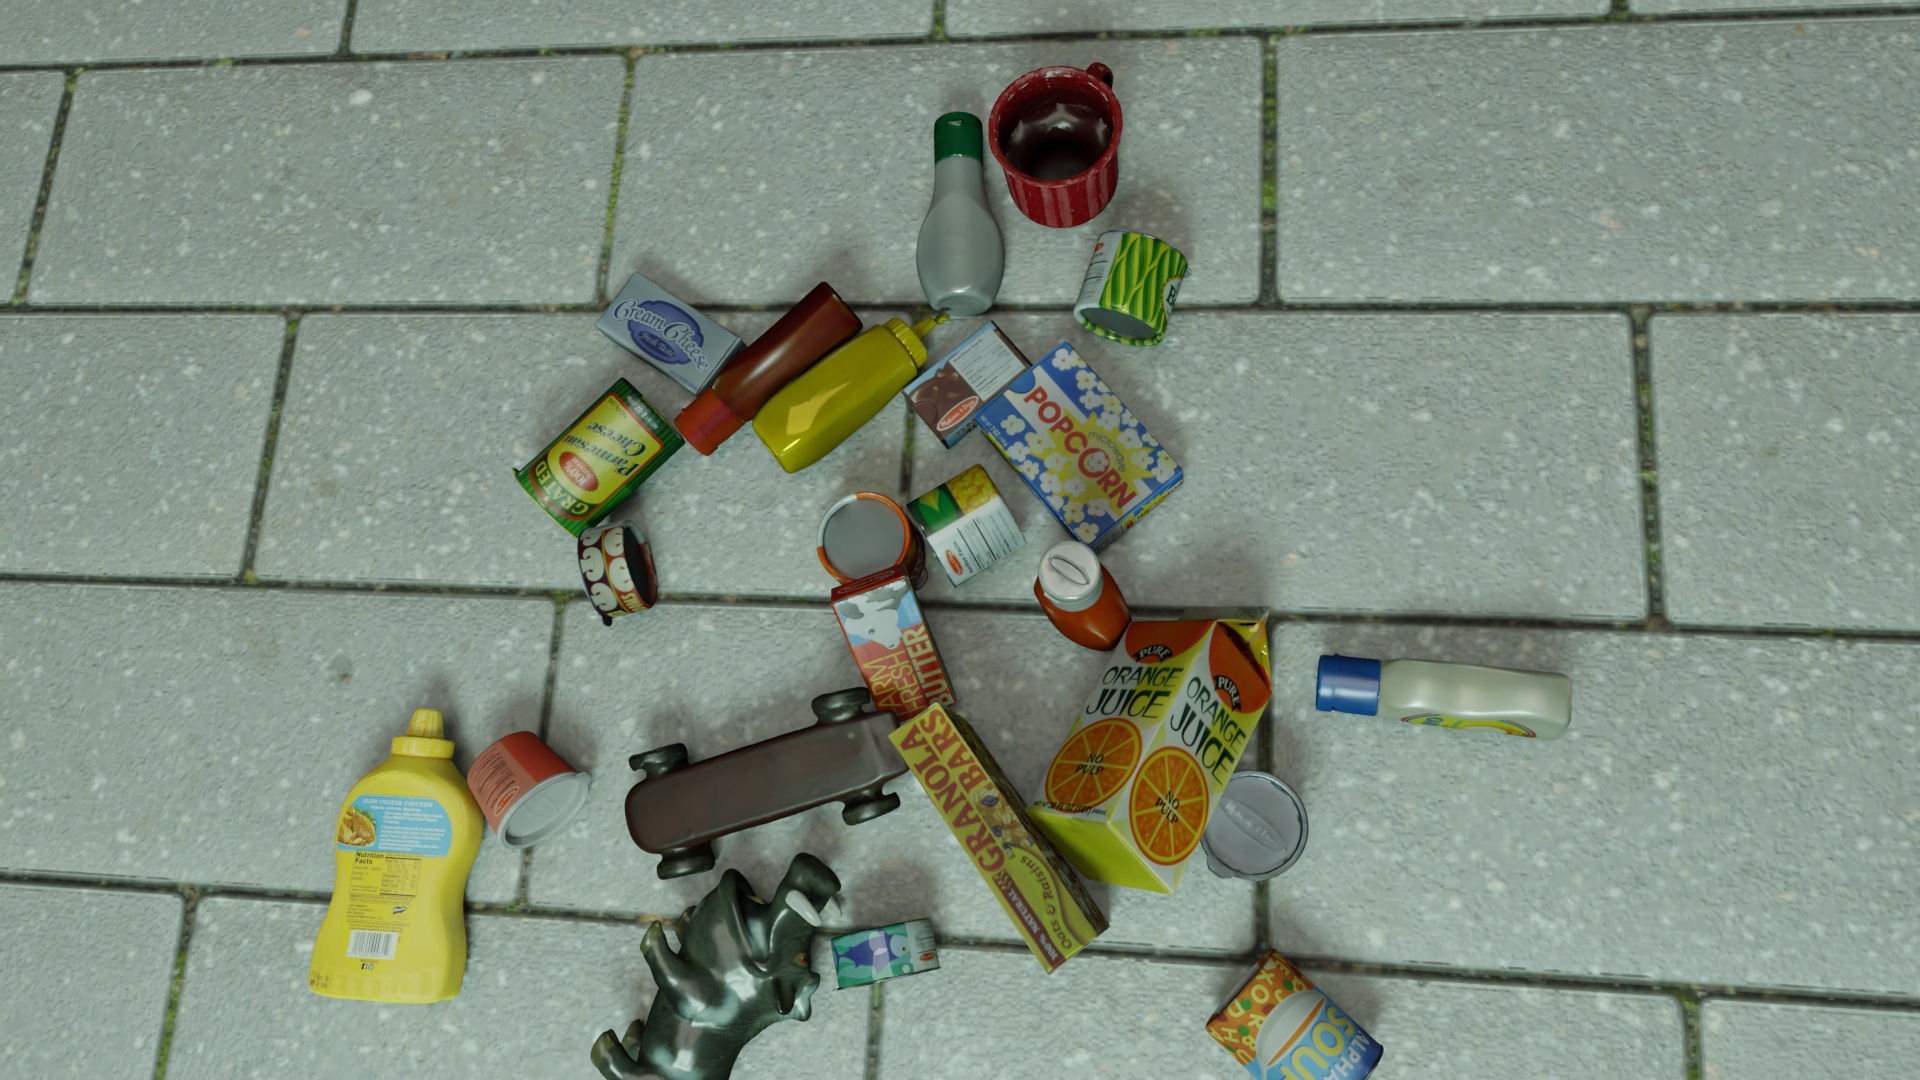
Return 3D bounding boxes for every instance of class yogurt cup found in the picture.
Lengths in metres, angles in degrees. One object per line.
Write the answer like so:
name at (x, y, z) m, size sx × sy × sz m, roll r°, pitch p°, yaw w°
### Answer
yogurt cup at (-0.296, 0.167, 0.940) m, size 0.072 × 0.072 × 0.054 m, roll -46°, pitch 66°, yaw -4°

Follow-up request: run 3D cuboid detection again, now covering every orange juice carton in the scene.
orange juice carton at (0.127, 0.114, 0.859) m, size 0.071 × 0.073 × 0.193 m, roll -6°, pitch 43°, yaw 50°

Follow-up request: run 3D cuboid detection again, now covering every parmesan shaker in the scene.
parmesan shaker at (-0.258, -0.061, 0.989) m, size 0.103 × 0.071 × 0.071 m, roll -44°, pitch 74°, yaw -4°

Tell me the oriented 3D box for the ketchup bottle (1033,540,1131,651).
ketchup bottle at (0.074, 0.034, 0.876) m, size 0.065 × 0.148 × 0.043 m, roll 35°, pitch 85°, yaw 15°

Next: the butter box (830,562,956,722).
butter box at (-0.044, 0.071, 0.919) m, size 0.053 × 0.024 × 0.103 m, roll -19°, pitch 113°, yaw 2°

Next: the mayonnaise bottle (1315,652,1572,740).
mayonnaise bottle at (0.301, 0.097, 0.874) m, size 0.148 × 0.064 × 0.041 m, roll 5°, pitch 74°, yaw 13°

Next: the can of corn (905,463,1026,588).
can of corn at (0.003, -0.012, 0.942) m, size 0.058 × 0.071 × 0.071 m, roll -30°, pitch 74°, yaw -1°

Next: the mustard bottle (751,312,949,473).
mustard bottle at (-0.072, -0.113, 0.981) m, size 0.160 × 0.065 × 0.049 m, roll -39°, pitch 79°, yaw -9°

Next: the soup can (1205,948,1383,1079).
soup can at (0.199, 0.298, 0.831) m, size 0.084 × 0.071 × 0.071 m, roll 41°, pitch 85°, yaw 15°

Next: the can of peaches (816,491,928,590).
can of peaches at (-0.059, 0.006, 0.949) m, size 0.071 × 0.058 × 0.071 m, roll -2°, pitch 75°, yaw 8°

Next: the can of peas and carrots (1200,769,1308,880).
can of peas and carrots at (0.180, 0.181, 0.870) m, size 0.071 × 0.058 × 0.071 m, roll -2°, pitch 76°, yaw 8°

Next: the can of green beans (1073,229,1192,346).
can of green beans at (0.118, -0.174, 0.966) m, size 0.071 × 0.071 × 0.058 m, roll 17°, pitch 80°, yaw 12°

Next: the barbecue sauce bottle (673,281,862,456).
barbecue sauce bottle at (-0.138, -0.122, 0.994) m, size 0.148 × 0.065 × 0.043 m, roll -41°, pitch 107°, yaw 3°

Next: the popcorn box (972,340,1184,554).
popcorn box at (0.081, -0.062, 0.957) m, size 0.085 × 0.038 × 0.127 m, roll -39°, pitch 74°, yaw -2°

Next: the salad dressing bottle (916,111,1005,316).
salad dressing bottle at (0.000, -0.239, 1.012) m, size 0.064 × 0.044 × 0.148 m, roll -3°, pitch 74°, yaw 8°

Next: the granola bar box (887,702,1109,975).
granola bar box at (0.027, 0.182, 0.857) m, size 0.039 × 0.124 × 0.166 m, roll -36°, pitch 74°, yaw 0°

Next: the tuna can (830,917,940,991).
tuna can at (-0.050, 0.262, 0.879) m, size 0.071 × 0.071 × 0.033 m, roll -14°, pitch 74°, yaw 5°

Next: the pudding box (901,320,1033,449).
pudding box at (0.006, -0.111, 0.984) m, size 0.084 × 0.030 × 0.050 m, roll -39°, pitch 75°, yaw -3°

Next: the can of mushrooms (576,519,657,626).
can of mushrooms at (-0.238, 0.022, 0.967) m, size 0.033 × 0.071 × 0.071 m, roll -15°, pitch 75°, yaw 3°

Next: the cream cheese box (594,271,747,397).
cream cheese box at (-0.215, -0.151, 1.029) m, size 0.104 × 0.024 × 0.053 m, roll 33°, pitch 82°, yaw 15°
